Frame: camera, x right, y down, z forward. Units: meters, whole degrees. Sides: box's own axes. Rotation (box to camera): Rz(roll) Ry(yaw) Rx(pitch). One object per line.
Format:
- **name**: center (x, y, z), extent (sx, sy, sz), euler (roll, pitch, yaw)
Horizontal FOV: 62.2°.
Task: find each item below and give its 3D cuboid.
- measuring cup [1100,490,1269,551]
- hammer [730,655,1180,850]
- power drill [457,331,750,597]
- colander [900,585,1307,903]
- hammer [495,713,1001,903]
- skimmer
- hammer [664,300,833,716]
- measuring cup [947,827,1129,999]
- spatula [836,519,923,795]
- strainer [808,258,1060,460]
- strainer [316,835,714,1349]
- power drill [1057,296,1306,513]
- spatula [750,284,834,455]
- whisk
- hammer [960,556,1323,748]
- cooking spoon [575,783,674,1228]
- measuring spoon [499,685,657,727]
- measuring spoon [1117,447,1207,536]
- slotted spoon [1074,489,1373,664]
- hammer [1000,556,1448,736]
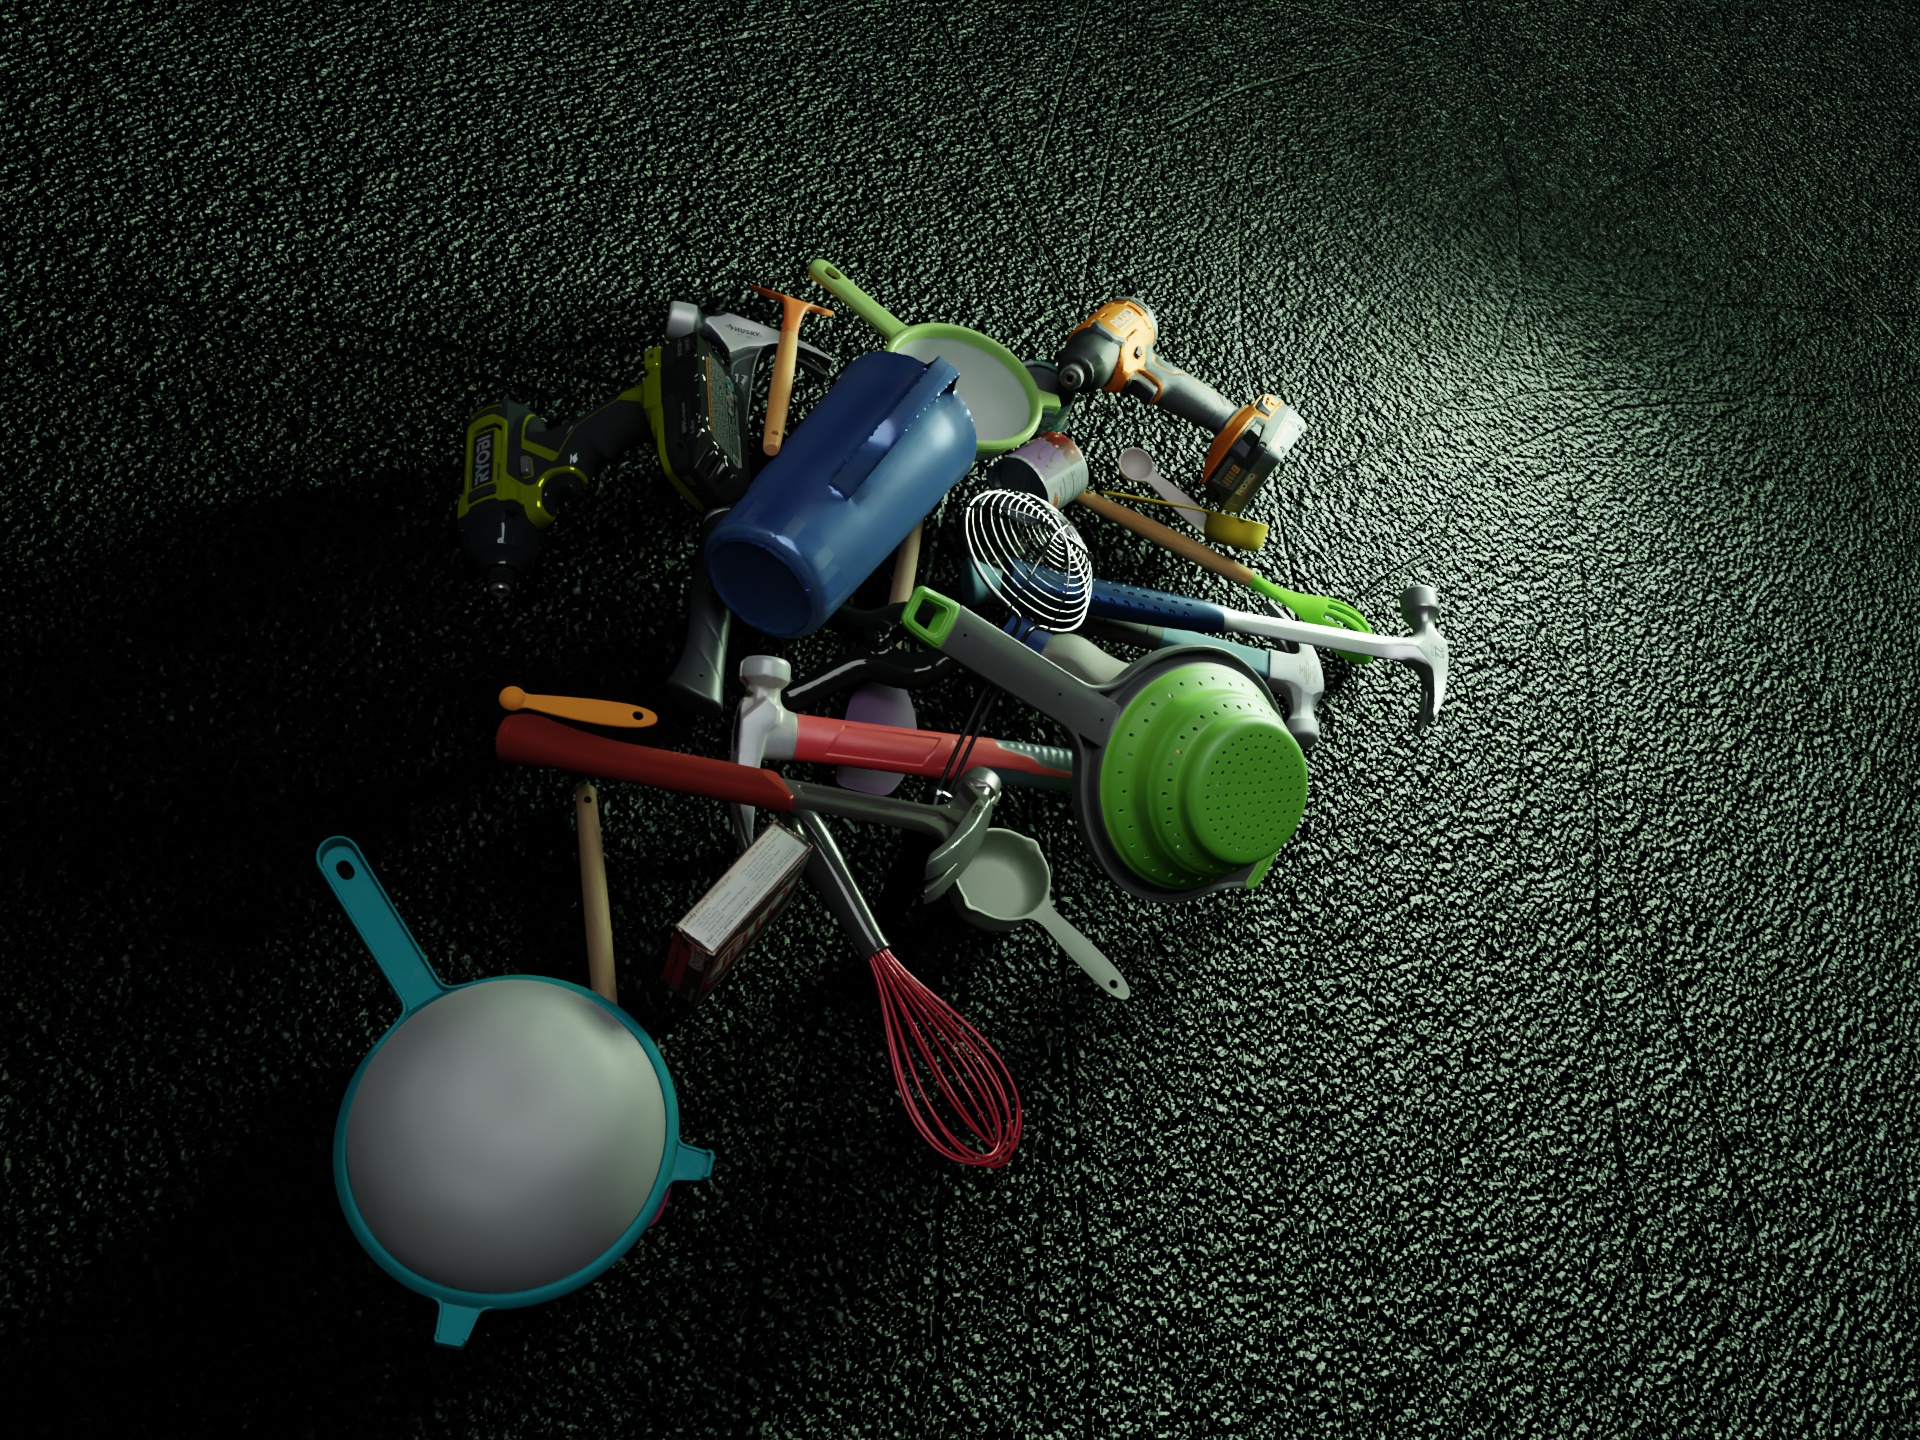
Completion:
- **measuring cup**: center (0.201, -0.181, 1.445), extent (0.156, 0.062, 0.029), euler (12, 99, 0)
- **hammer**: center (0.014, 0.046, 1.233), extent (0.386, 0.038, 0.143), euler (7, 78, -20)
- **power drill**: center (-0.278, -0.192, 1.211), extent (0.223, 0.080, 0.171), euler (-18, 57, 15)
- **colander**: center (0.131, 0.011, 1.163), extent (0.396, 0.094, 0.204), euler (30, 83, -28)
- **hammer**: center (-0.159, 0.047, 1.094), extent (0.359, 0.036, 0.149), euler (10, 25, 14)
- **skimmer**: center (-0.002, -0.004, 1.197), extent (0.127, 0.090, 0.363), euler (28, 84, -30)
- **hammer**: center (-0.192, -0.181, 1.317), extent (0.149, 0.036, 0.409), euler (10, 57, -14)
- **measuring cup**: center (0.059, 0.154, 1.192), extent (0.167, 0.038, 0.083), euler (44, 56, 8)
- **spatula**: center (-0.052, -0.076, 1.308), extent (0.059, 0.018, 0.316), euler (12, 57, -7)
- **strainer**: center (-0.047, -0.313, 1.426), extent (0.256, 0.069, 0.151), euler (42, 50, 10)
- **strainer**: center (-0.315, 0.194, 0.990), extent (0.211, 0.095, 0.340), euler (-30, 73, -25)
- **power drill**: center (0.195, -0.293, 1.470), extent (0.226, 0.084, 0.164), euler (37, 40, 4)
- **spatula**: center (-0.149, -0.304, 1.344), extent (0.081, 0.041, 0.323), euler (15, 38, -13)
- **whisk**: center (-0.049, 0.180, 1.109), extent (0.073, 0.073, 0.296), euler (-24, 73, -30)
- **hammer**: center (0.158, -0.076, 1.371), extent (0.331, 0.033, 0.128), euler (16, 56, -9)
- **cooking spoon**: center (-0.241, 0.186, 1.079), extent (0.068, 0.017, 0.319), euler (-4, 61, -15)
- **measuring spoon**: center (-0.285, -0.011, 1.191), extent (0.117, 0.011, 0.021), euler (9, 57, -14)
- **measuring spoon**: center (0.195, -0.206, 1.480), extent (0.124, 0.018, 0.034), euler (41, 68, 1)
- **slotted spoon**: center (0.240, -0.138, 1.442), extent (0.314, 0.031, 0.070), euler (27, 42, 1)
- **hammer**: center (0.233, -0.081, 1.357), extent (0.405, 0.035, 0.144), euler (9, 58, -13)
